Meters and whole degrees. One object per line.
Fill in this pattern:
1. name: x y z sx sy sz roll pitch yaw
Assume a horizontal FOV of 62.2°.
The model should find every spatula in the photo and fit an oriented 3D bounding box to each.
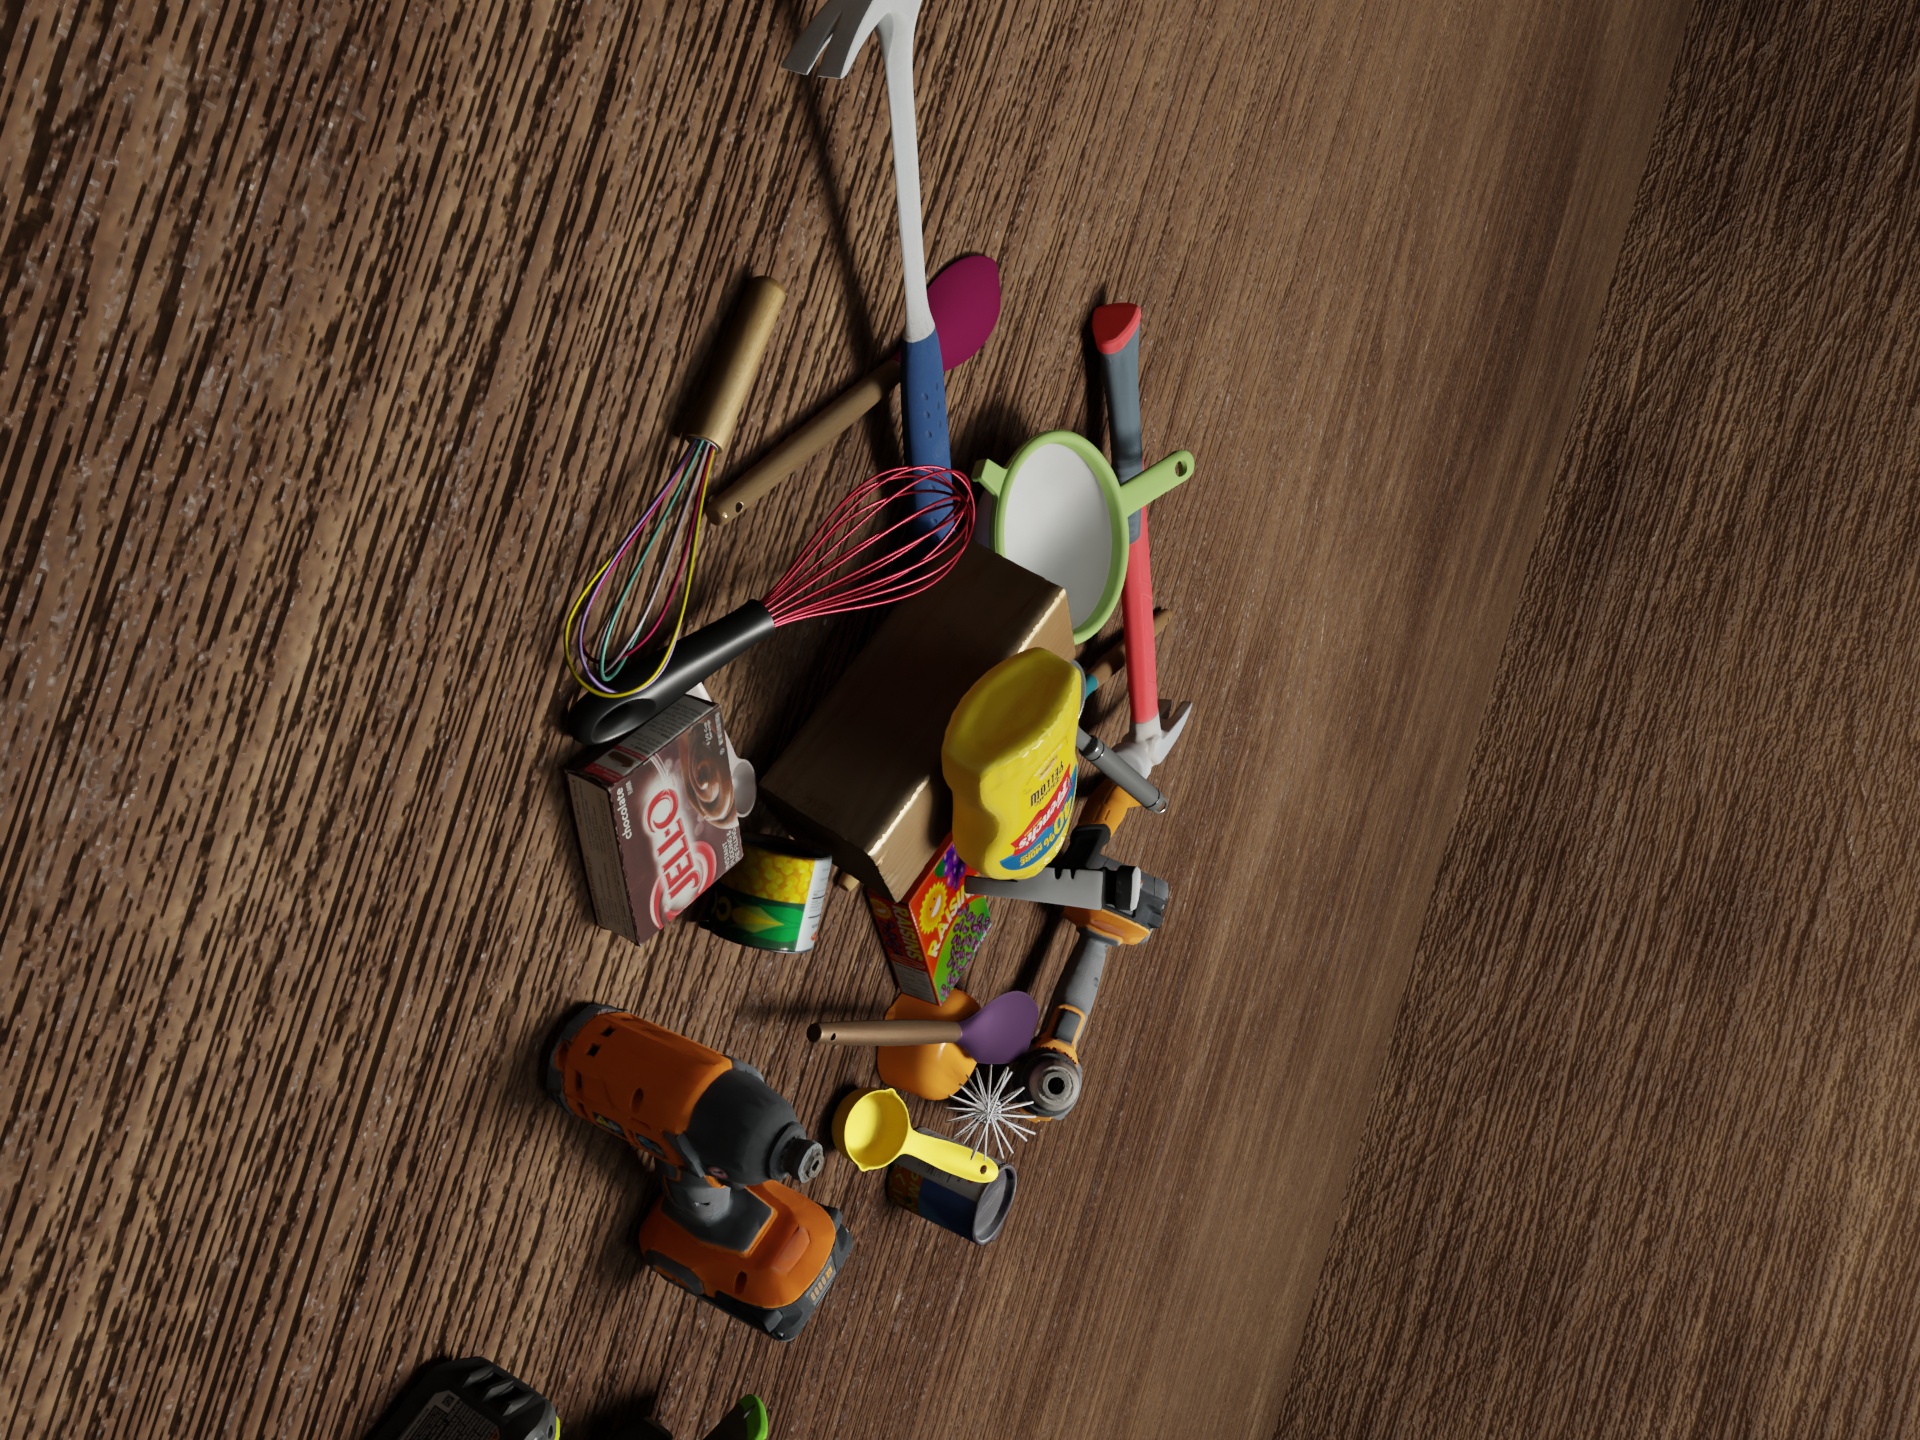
1. spatula: 0.108 -0.045 1.334 0.317 0.044 0.082 -37 133 -55
2. spatula: -0.017 0.222 1.144 0.315 0.018 0.060 18 89 -59

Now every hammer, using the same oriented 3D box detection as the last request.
1. hammer: 0.145 -0.146 1.294 0.143 0.038 0.386 -46 136 -53
2. hammer: 0.100 0.088 1.287 0.337 0.127 0.034 -36 130 -73
3. hammer: -0.029 -0.233 0.923 0.144 0.035 0.405 -52 152 -37

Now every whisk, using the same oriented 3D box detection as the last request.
1. whisk: 0.021 0.304 1.239 0.284 0.070 0.070 90 22 -77
2. whisk: -0.097 -0.067 0.891 0.296 0.073 0.073 -36 135 -32
3. whisk: -0.144 -0.126 0.823 0.051 0.047 0.245 61 46 -68

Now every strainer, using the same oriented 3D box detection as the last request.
1. strainer: 0.082 -0.150 1.165 0.256 0.069 0.151 -35 117 -43
2. strainer: 0.095 0.018 1.238 0.087 0.050 0.258 -55 134 -3

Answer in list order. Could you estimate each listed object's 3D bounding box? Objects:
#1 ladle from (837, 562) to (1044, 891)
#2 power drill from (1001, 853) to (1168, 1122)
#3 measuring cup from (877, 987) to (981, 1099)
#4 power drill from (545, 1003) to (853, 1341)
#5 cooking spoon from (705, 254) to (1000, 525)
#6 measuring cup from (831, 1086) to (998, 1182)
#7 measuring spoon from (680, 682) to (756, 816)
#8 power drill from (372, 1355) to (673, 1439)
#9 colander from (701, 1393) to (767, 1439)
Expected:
1. ladle: -0.002 -0.004 1.154 0.315 0.031 0.069 -56 144 -27
2. power drill: 0.100 0.230 1.342 0.185 0.084 0.226 102 11 -79
3. measuring cup: 0.000 0.211 1.233 0.174 0.052 0.095 -62 150 -17
4. power drill: -0.133 0.265 0.911 0.084 0.164 0.226 -53 147 -34
5. cooking spoon: -0.053 -0.201 0.966 0.319 0.017 0.068 -48 143 -40
6. measuring cup: -0.034 0.318 1.194 0.156 0.029 0.062 31 72 -35
7. measuring spoon: -0.148 0.007 0.913 0.034 0.018 0.124 -70 149 -44
8. power drill: -0.249 0.452 0.889 0.191 0.080 0.228 -53 148 -32
9. colander: -0.212 0.604 0.942 0.397 0.094 0.204 -51 -178 -15
